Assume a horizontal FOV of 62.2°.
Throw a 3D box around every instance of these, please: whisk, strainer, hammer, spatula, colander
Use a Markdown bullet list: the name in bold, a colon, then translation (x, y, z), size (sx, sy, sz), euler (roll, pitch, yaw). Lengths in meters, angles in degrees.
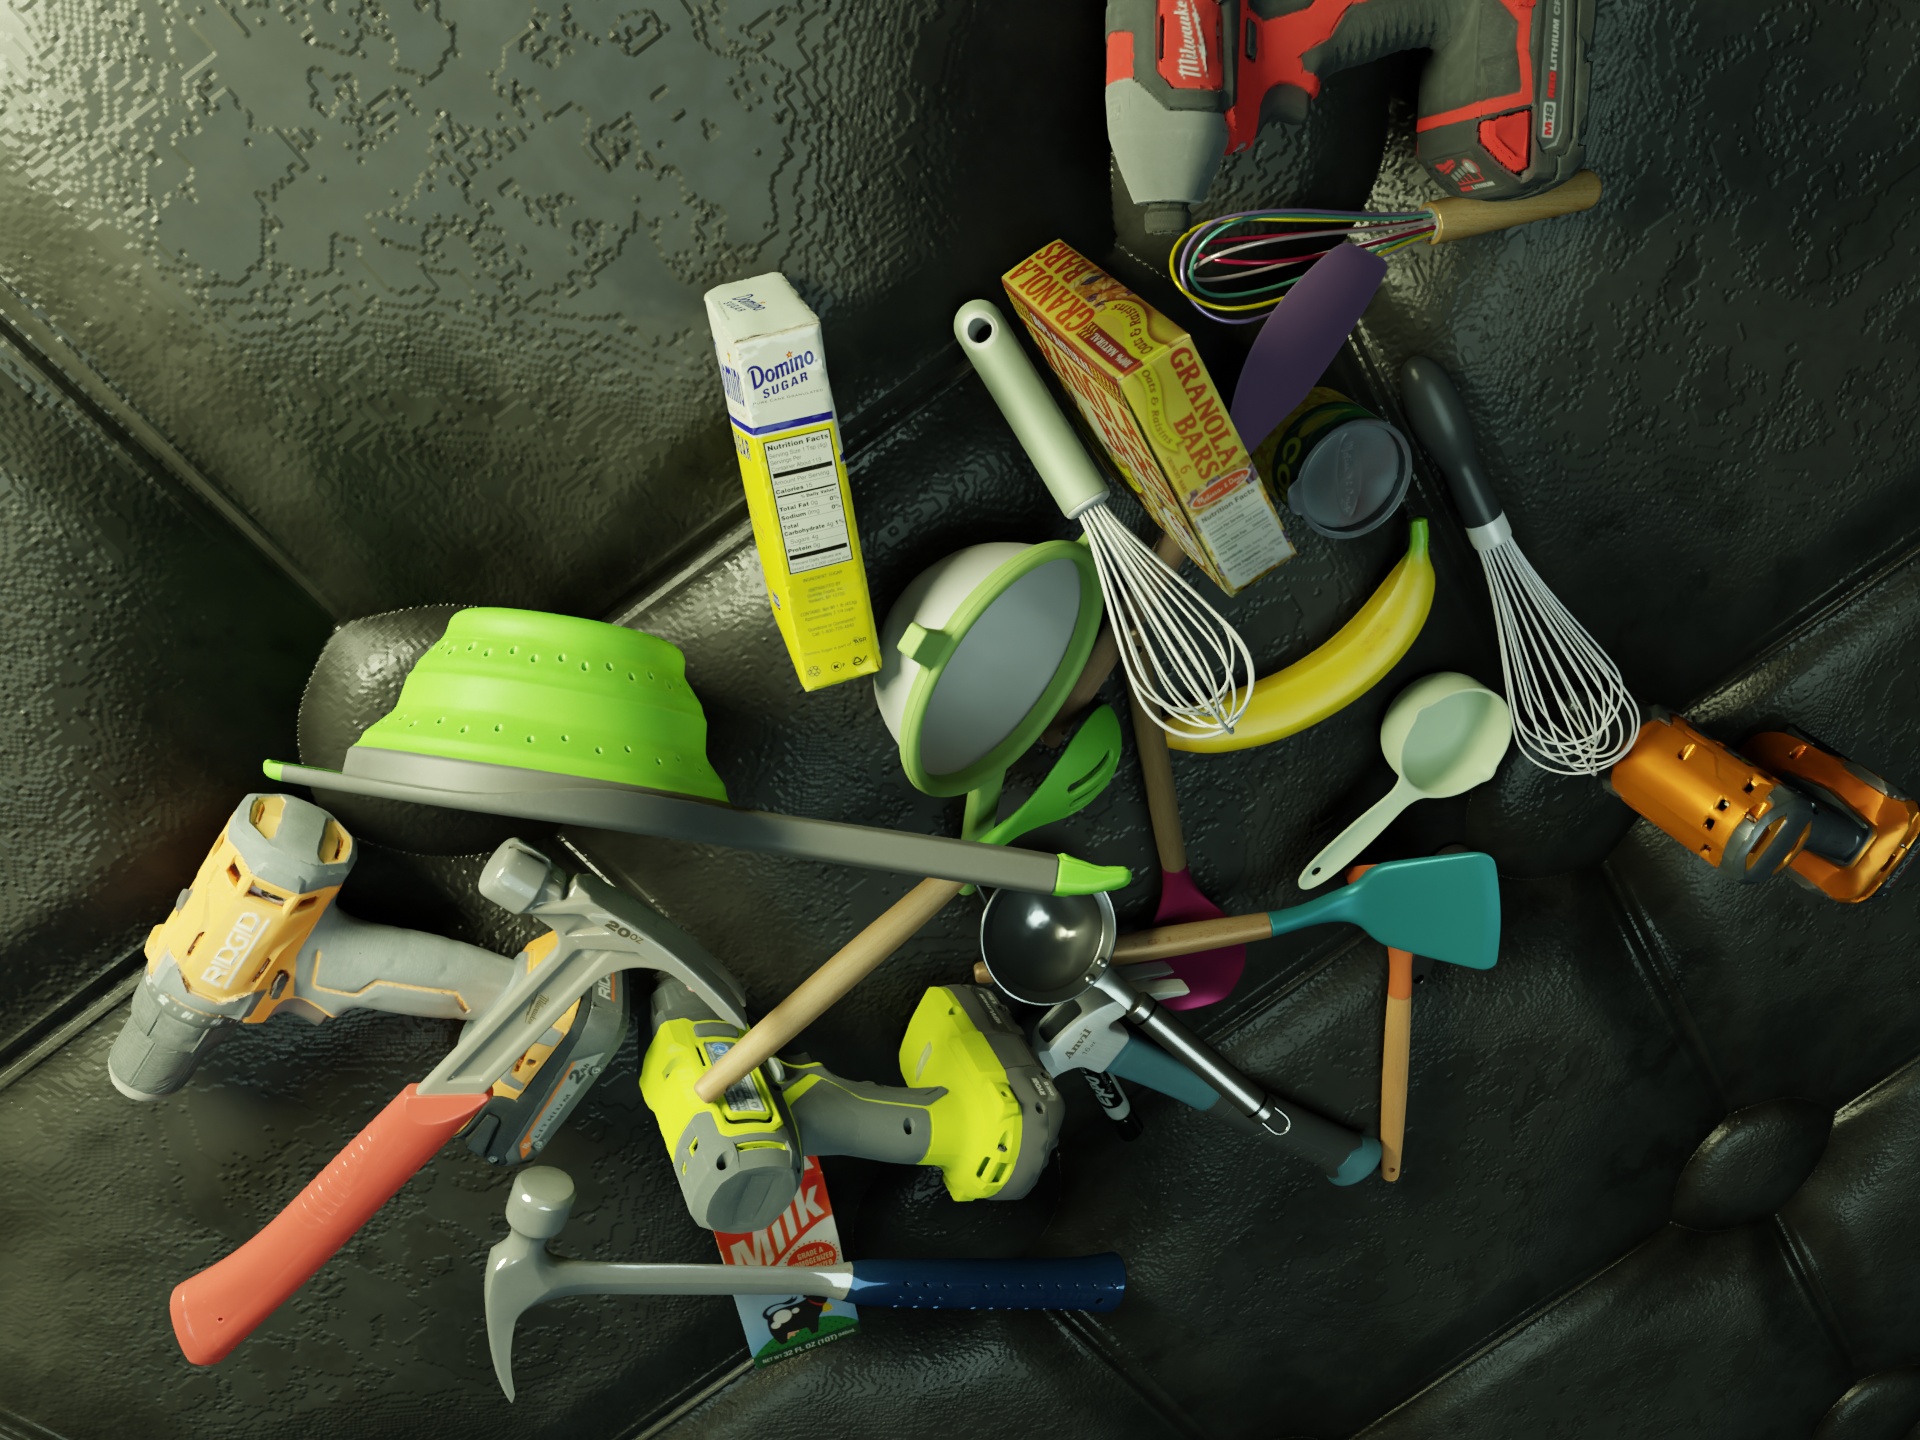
- **whisk**: translation (0.312, -0.082, 0.907), size (0.070, 0.070, 0.284), euler (-32, 111, 1)
- **strainer**: translation (0.100, 0.167, 0.947), size (0.258, 0.050, 0.087), euler (41, 79, -8)
- **hammer**: translation (0.174, 0.254, 1.066), size (0.330, 0.033, 0.128), euler (30, 101, -35)
- **hammer**: translation (-0.082, 0.340, 0.955), size (0.405, 0.035, 0.144), euler (11, 112, -27)
- **whisk**: translation (0.067, -0.098, 0.771), size (0.058, 0.059, 0.246), euler (-32, 87, 14)
- **whisk**: translation (0.218, -0.251, 0.806), size (0.245, 0.047, 0.051), euler (-16, 134, -14)
- **spatula**: translation (0.166, 0.133, 0.972), size (0.317, 0.044, 0.082), euler (-10, 115, 0)
- **spatula**: translation (0.122, -0.109, 0.843), size (0.059, 0.018, 0.315), euler (6, 126, -40)
- **strainer**: translation (-0.001, -0.003, 0.865), size (0.151, 0.069, 0.256), euler (-36, 149, -34)
- **spatula**: translation (0.302, 0.211, 1.094), size (0.081, 0.041, 0.322), euler (-2, 123, 9)
- **colander**: translation (-0.111, 0.013, 0.756), size (0.397, 0.204, 0.094), euler (8, 84, -2)
- **hammer**: translation (-0.276, 0.217, 0.814), size (0.149, 0.037, 0.359), euler (39, 106, -24)

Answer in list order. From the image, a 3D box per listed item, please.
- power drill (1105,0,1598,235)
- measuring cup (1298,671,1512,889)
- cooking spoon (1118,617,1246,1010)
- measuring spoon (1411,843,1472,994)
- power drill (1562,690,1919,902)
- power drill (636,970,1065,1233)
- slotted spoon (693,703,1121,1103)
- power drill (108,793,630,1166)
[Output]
- **power drill**: translation (0.172, -0.295, 0.729), size (0.219, 0.079, 0.143), euler (-3, 102, -13)
- **measuring cup**: translation (0.265, 0.038, 0.986), size (0.083, 0.038, 0.167), euler (36, 105, -31)
- **cooking spoon**: translation (0.125, 0.068, 0.953), size (0.069, 0.017, 0.318), euler (-15, 128, 1)
- **measuring spoon**: translation (0.323, 0.139, 1.073), size (0.034, 0.018, 0.124), euler (-3, 120, -17)
- **power drill**: translation (0.492, 0.041, 1.007), size (0.226, 0.164, 0.084), euler (10, 115, -37)
- **power drill**: translation (-0.068, 0.205, 0.904), size (0.223, 0.171, 0.080), euler (9, 117, -32)
- **slotted spoon**: translation (-0.018, 0.097, 0.857), size (0.314, 0.031, 0.070), euler (-39, 154, -20)
- **power drill**: translation (-0.314, 0.157, 0.839), size (0.226, 0.084, 0.185), euler (30, 108, -26)
